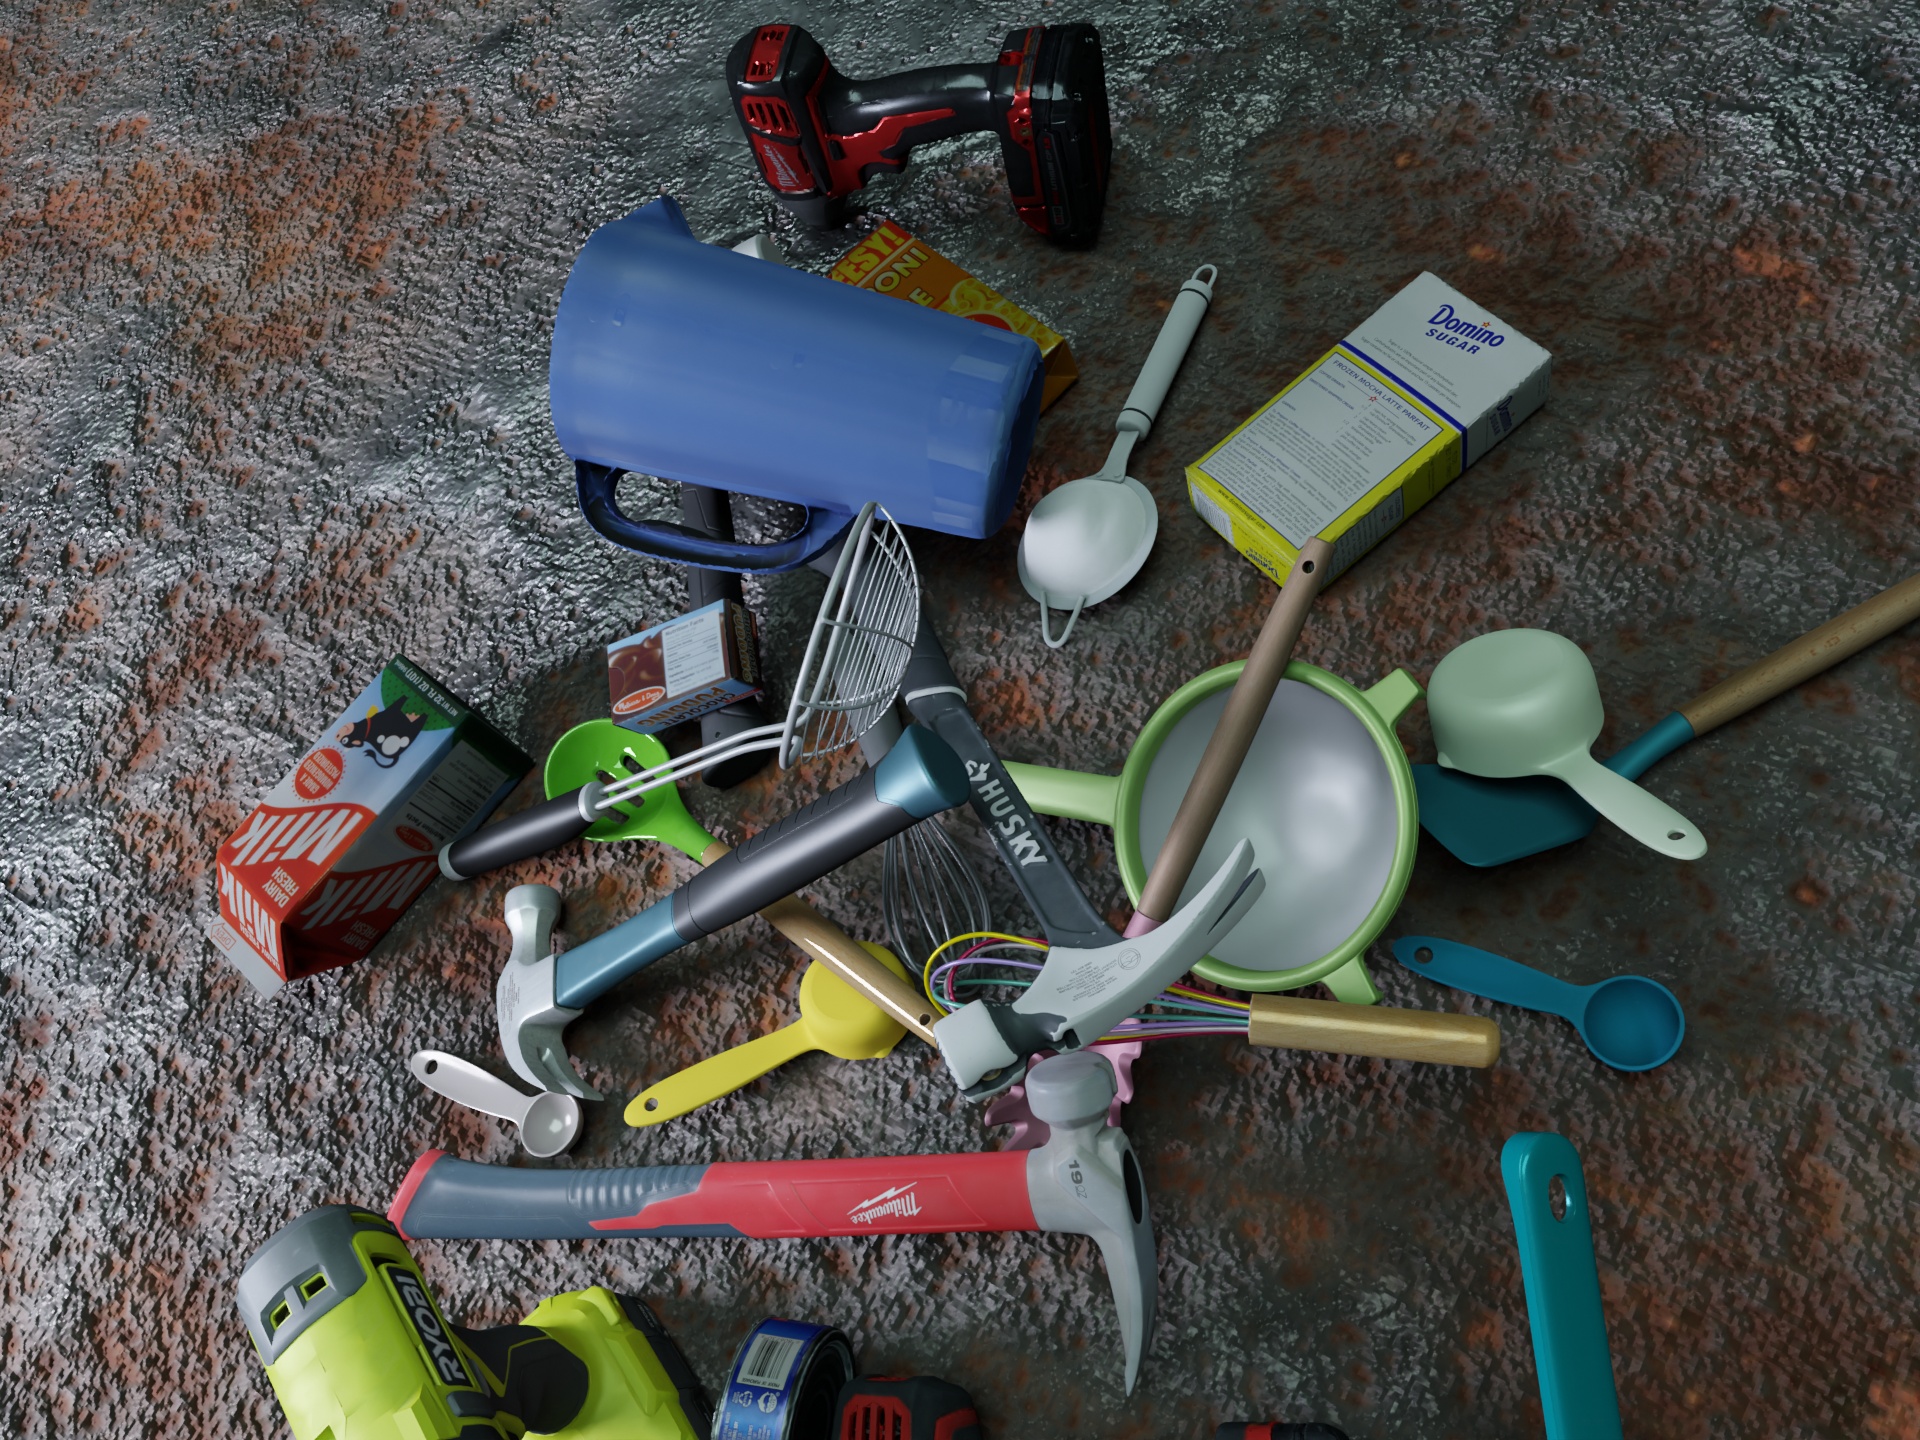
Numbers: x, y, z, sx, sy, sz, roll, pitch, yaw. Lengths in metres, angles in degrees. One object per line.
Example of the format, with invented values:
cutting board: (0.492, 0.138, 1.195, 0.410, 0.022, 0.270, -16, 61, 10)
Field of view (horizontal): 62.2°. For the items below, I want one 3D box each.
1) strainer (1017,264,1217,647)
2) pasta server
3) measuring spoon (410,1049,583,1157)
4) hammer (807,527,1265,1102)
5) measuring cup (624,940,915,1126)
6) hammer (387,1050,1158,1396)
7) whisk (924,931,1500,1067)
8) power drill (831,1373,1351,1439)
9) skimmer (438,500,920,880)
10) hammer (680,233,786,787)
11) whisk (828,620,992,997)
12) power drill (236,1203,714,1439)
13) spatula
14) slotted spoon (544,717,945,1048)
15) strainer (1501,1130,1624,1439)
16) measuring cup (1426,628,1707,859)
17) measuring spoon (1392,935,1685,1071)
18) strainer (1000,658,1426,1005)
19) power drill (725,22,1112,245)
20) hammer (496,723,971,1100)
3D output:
strainer: (0.092, -0.160, 0.891, 0.087, 0.050, 0.258, 9, 63, 37)
pasta server: (0.096, 0.064, 0.715, 0.060, 0.040, 0.316, 26, 99, 16)
measuring spoon: (-0.243, 0.199, 0.837, 0.124, 0.018, 0.034, 14, 70, 31)
hammer: (-0.001, -0.002, 0.770, 0.149, 0.036, 0.409, -28, 40, -2)
measuring cup: (-0.096, 0.157, 0.783, 0.156, 0.029, 0.062, -25, 54, -8)
hammer: (-0.101, 0.237, 0.739, 0.386, 0.038, 0.143, -9, 99, 22)
whisk: (0.102, 0.122, 0.678, 0.245, 0.051, 0.047, 4, 83, 14)
power drill: (0.046, 0.361, 0.624, 0.227, 0.080, 0.188, -6, 63, 19)
skimmer: (-0.161, 0.004, 0.795, 0.363, 0.090, 0.127, -22, 34, 32)
hammer: (-0.153, -0.120, 0.934, 0.146, 0.035, 0.335, -20, 66, 24)
whisk: (-0.034, 0.038, 0.828, 0.055, 0.055, 0.239, -24, 55, 5)
power drill: (-0.179, 0.293, 0.643, 0.080, 0.223, 0.171, -41, 59, -4)
spatula: (0.353, -0.018, 0.728, 0.317, 0.044, 0.082, -29, 33, 1)
slotted spoon: (-0.113, 0.083, 0.819, 0.314, 0.031, 0.070, 31, 77, 36)
strainer: (0.195, 0.314, 0.541, 0.211, 0.095, 0.340, 0, 78, -24)
measuring cup: (0.265, 0.007, 0.692, 0.083, 0.038, 0.168, -26, 29, -3)
measuring spoon: (0.256, 0.123, 0.711, 0.129, 0.021, 0.042, 16, 71, 34)
strainer: (0.111, 0.044, 0.775, 0.256, 0.069, 0.151, 7, 89, 40)
power drill: (-0.023, -0.353, 0.973, 0.220, 0.143, 0.079, 5, 65, 13)
hammer: (-0.121, 0.085, 0.755, 0.331, 0.033, 0.128, -31, 52, 35)
